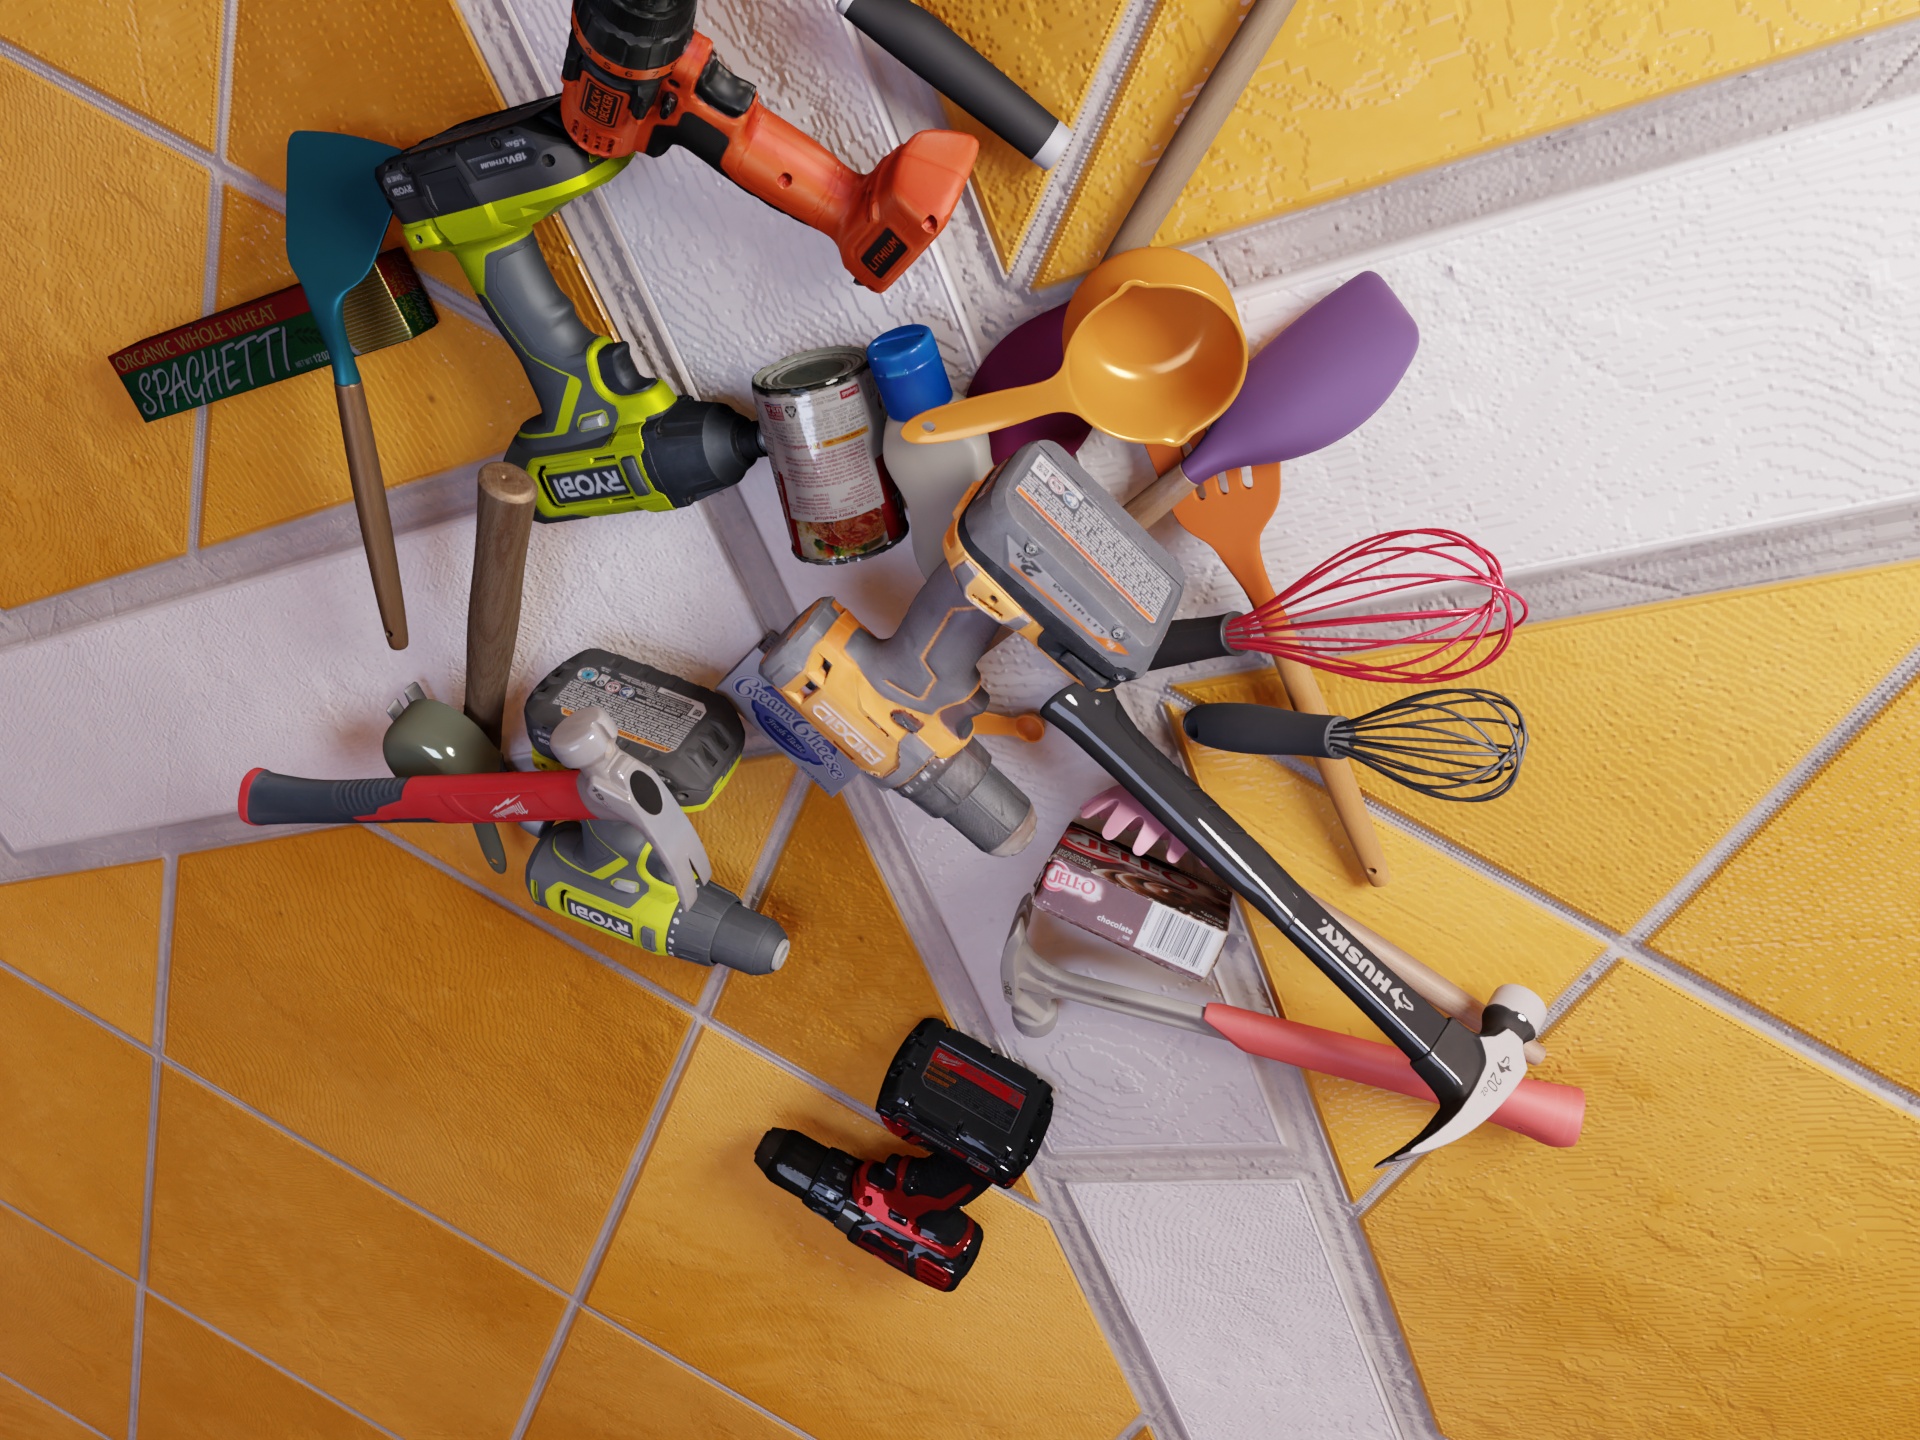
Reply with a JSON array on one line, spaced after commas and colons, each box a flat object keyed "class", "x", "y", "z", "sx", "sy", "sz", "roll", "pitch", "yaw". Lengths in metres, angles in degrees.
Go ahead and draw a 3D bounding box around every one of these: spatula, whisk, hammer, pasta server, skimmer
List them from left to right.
[{"class": "spatula", "x": -0.354, "y": -0.183, "z": 0.953, "sx": 0.082, "sy": 0.044, "sz": 0.317, "roll": 15, "pitch": 126, "yaw": 16}, {"class": "hammer", "x": -0.337, "y": 0.063, "z": 1.044, "sx": 0.386, "sy": 0.038, "sz": 0.143, "roll": -3, "pitch": 131, "yaw": 34}, {"class": "hammer", "x": -0.306, "y": -0.045, "z": 1.027, "sx": 0.130, "sy": 0.031, "sz": 0.331, "roll": 30, "pitch": 141, "yaw": 3}, {"class": "skimmer", "x": -0.115, "y": -0.353, "z": 0.742, "sx": 0.363, "sy": 0.127, "sz": 0.090, "roll": 33, "pitch": 136, "yaw": -14}, {"class": "spatula", "x": 0.101, "y": -0.111, "z": 0.822, "sx": 0.316, "sy": 0.018, "sz": 0.060, "roll": -37, "pitch": 84, "yaw": 34}, {"class": "whisk", "x": 0.153, "y": -0.046, "z": 0.800, "sx": 0.296, "sy": 0.073, "sz": 0.073, "roll": -6, "pitch": 122, "yaw": 54}, {"class": "hammer", "x": 0.174, "y": 0.101, "z": 0.894, "sx": 0.335, "sy": 0.146, "sz": 0.035, "roll": 44, "pitch": 144, "yaw": 5}, {"class": "hammer", "x": 0.200, "y": 0.194, "z": 0.986, "sx": 0.359, "sy": 0.037, "sz": 0.149, "roll": 13, "pitch": 147, "yaw": 12}, {"class": "spatula", "x": 0.182, "y": -0.038, "z": 0.865, "sx": 0.081, "sy": 0.041, "sz": 0.322, "roll": -11, "pitch": 121, "yaw": 31}, {"class": "pasta server", "x": 0.213, "y": 0.124, "z": 0.950, "sx": 0.316, "sy": 0.060, "sz": 0.040, "roll": 33, "pitch": 99, "yaw": -4}, {"class": "whisk", "x": 0.193, "y": 0.006, "z": 0.817, "sx": 0.239, "sy": 0.055, "sz": 0.055, "roll": 5, "pitch": 131, "yaw": 59}]

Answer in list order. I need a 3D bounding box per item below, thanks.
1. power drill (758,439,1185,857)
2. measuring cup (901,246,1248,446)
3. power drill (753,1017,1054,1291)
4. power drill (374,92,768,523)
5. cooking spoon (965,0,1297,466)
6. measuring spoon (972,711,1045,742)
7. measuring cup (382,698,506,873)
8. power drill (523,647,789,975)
[{"class": "power drill", "x": 0.018, "y": -0.023, "z": 0.848, "sx": 0.185, "sy": 0.084, "sz": 0.226, "roll": 43, "pitch": 135, "yaw": -12}, {"class": "measuring cup", "x": 0.053, "y": -0.176, "z": 0.783, "sx": 0.173, "sy": 0.052, "sz": 0.095, "roll": -13, "pitch": 133, "yaw": 15}, {"class": "power drill", "x": -0.047, "y": 0.318, "z": 1.173, "sx": 0.188, "sy": 0.080, "sz": 0.226, "roll": 29, "pitch": 132, "yaw": 3}, {"class": "power drill", "x": -0.207, "y": -0.220, "z": 0.879, "sx": 0.171, "sy": 0.080, "sz": 0.223, "roll": -4, "pitch": 124, "yaw": 26}, {"class": "cooking spoon", "x": 0.084, "y": -0.236, "z": 0.774, "sx": 0.069, "sy": 0.017, "sz": 0.318, "roll": 34, "pitch": 130, "yaw": -1}, {"class": "measuring spoon", "x": -0.002, "y": -0.003, "z": 0.977, "sx": 0.117, "sy": 0.011, "sz": 0.021, "roll": 8, "pitch": 125, "yaw": 23}, {"class": "measuring cup", "x": -0.351, "y": 0.059, "z": 1.105, "sx": 0.083, "sy": 0.038, "sz": 0.167, "roll": 14, "pitch": 135, "yaw": 21}, {"class": "power drill", "x": -0.202, "y": 0.075, "z": 1.064, "sx": 0.190, "sy": 0.080, "sz": 0.228, "roll": 20, "pitch": 137, "yaw": 11}]
